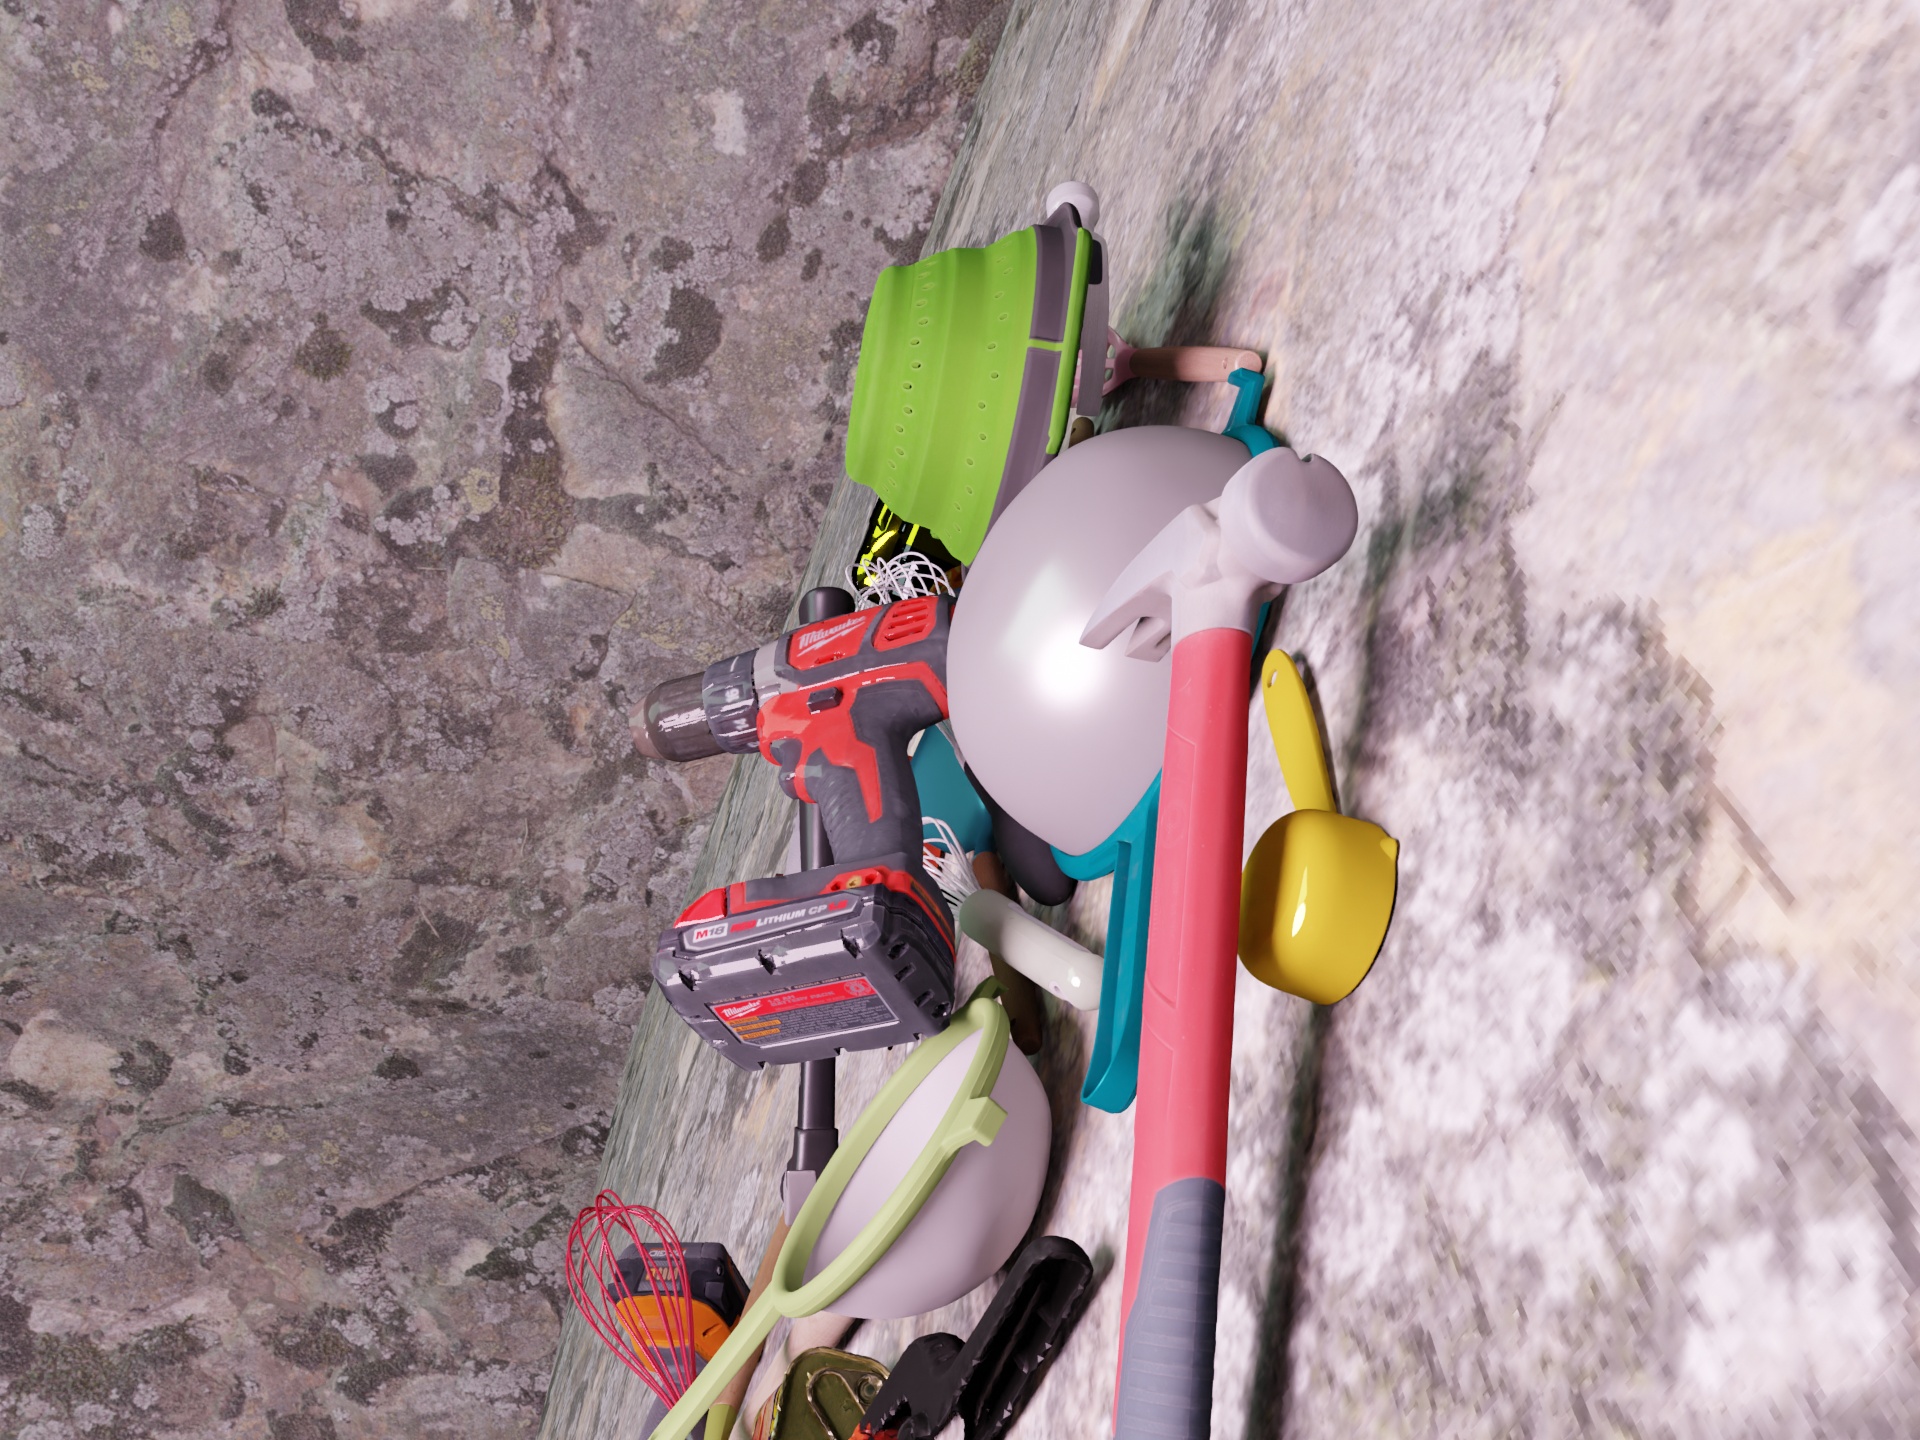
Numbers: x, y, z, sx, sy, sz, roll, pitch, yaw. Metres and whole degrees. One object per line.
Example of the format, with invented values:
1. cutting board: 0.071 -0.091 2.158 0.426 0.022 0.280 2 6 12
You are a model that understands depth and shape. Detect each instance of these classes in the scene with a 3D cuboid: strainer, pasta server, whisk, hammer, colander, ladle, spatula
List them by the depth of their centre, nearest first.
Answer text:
1. hammer: 0.056 0.123 0.455 0.143 0.038 0.386 136 144 -67
2. strainer: 0.041 -0.001 0.642 0.341 0.095 0.211 -78 14 -47
3. strainer: -0.039 0.235 0.662 0.256 0.069 0.151 -53 5 9
4. whisk: 0.008 0.088 0.747 0.059 0.057 0.246 -50 24 -9
5. hammer: -0.073 0.093 0.836 0.146 0.035 0.335 126 145 -75
6. whisk: 0.000 -0.002 0.840 0.070 0.070 0.285 -66 34 30
7. ladle: -0.130 0.343 0.844 0.078 0.062 0.320 -60 3 20
8. spatula: 0.006 0.087 0.852 0.318 0.044 0.082 -106 37 -69
9. pasta server: 0.098 -0.194 0.862 0.316 0.040 0.060 -124 38 -74
10. hammer: -0.075 0.327 0.884 0.146 0.038 0.410 -84 16 -51
11. colander: -0.018 -0.163 0.901 0.397 0.094 0.204 148 131 -80
12. whisk: -0.165 0.388 0.925 0.296 0.073 0.073 47 123 45
13. hammer: 0.037 -0.158 0.987 0.330 0.033 0.128 108 163 -53

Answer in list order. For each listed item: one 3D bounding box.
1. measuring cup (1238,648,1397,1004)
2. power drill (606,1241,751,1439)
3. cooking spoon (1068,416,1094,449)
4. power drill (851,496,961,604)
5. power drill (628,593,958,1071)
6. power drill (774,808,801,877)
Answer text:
1. measuring cup: 0.103 0.023 0.514 0.157 0.029 0.062 -91 21 -51
2. power drill: -0.196 0.456 1.017 0.227 0.084 0.164 -84 -15 -44
3. cooking spoon: 0.059 -0.064 0.893 0.068 0.017 0.319 -48 26 46
4. power drill: -0.025 -0.142 1.220 0.223 0.080 0.171 -156 89 -81
5. power drill: -0.083 0.043 0.745 0.080 0.188 0.227 60 -157 -43
6. power drill: -0.090 0.060 1.063 0.185 0.084 0.226 -129 52 -84
